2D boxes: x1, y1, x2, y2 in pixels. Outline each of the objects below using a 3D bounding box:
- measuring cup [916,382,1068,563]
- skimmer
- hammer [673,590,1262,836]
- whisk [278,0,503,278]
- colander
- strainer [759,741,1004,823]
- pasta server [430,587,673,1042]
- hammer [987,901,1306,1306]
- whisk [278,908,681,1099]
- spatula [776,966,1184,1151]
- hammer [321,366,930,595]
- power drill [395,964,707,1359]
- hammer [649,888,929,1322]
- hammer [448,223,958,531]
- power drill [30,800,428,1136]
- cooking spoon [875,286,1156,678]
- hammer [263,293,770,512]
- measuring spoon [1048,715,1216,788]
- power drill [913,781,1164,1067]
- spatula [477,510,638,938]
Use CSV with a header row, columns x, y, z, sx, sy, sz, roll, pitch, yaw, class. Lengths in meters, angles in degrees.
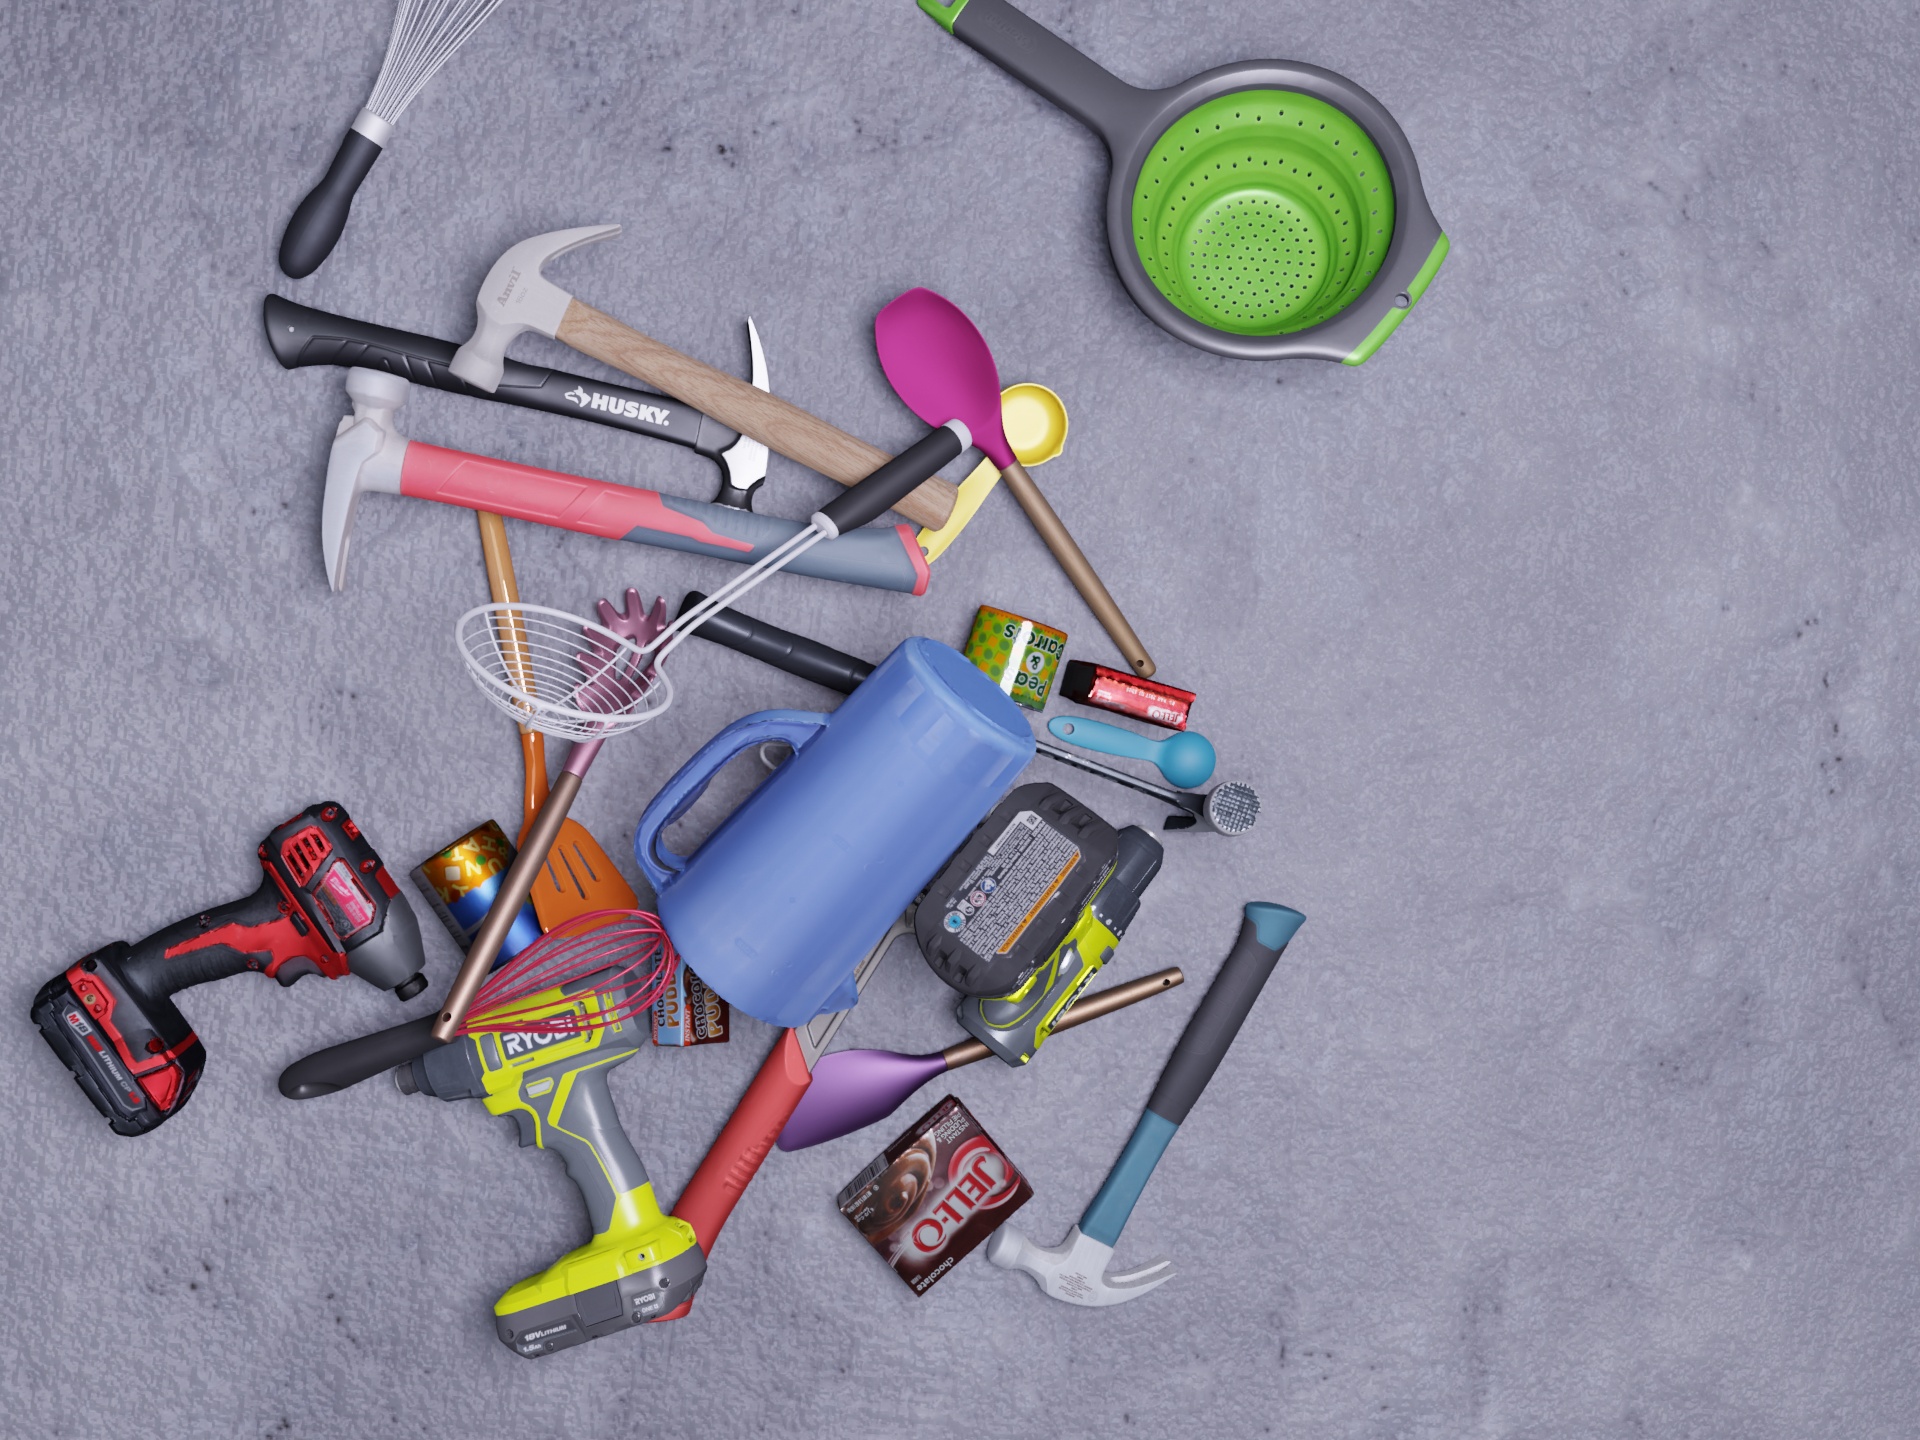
x,y,z,sx,sy,sz,roll,pitch,yaw,class
0.013,-0.169,1.113,0.062,0.029,0.156,38,100,-14,measuring cup
-0.133,-0.107,0.970,0.363,0.090,0.127,-38,58,-22,skimmer
-0.002,-0.003,1.084,0.409,0.149,0.036,21,83,0,hammer
-0.361,-0.408,1.020,0.070,0.070,0.284,31,95,-10,whisk
0.137,-0.379,1.088,0.397,0.094,0.204,38,89,8,colander
-0.020,0.057,1.114,0.258,0.050,0.087,13,66,-15,strainer
-0.264,0.057,1.025,0.060,0.040,0.316,18,67,9,pasta server
0.154,0.277,1.162,0.128,0.033,0.331,30,90,-9,hammer
-0.310,0.190,1.020,0.296,0.073,0.073,-21,98,10,whisk
0.012,0.234,1.145,0.316,0.018,0.060,-18,94,-6,spatula
-0.212,-0.118,1.039,0.386,0.038,0.143,11,96,-9,hammer
-0.272,0.295,1.064,0.171,0.080,0.223,-19,84,2,power drill
-0.139,0.257,1.109,0.149,0.036,0.359,32,92,2,hammer
-0.151,-0.212,1.040,0.331,0.031,0.130,24,90,-16,hammer
-0.466,0.166,1.040,0.219,0.078,0.143,-33,99,-8,power drill
0.046,-0.155,1.095,0.069,0.017,0.318,-32,108,12,cooking spoon
-0.288,-0.228,1.053,0.334,0.035,0.146,12,93,-9,hammer
0.125,0.019,1.141,0.128,0.021,0.042,14,92,-11,measuring spoon
0.061,0.125,1.048,0.080,0.228,0.190,36,80,21,power drill
-0.286,-0.017,1.065,0.081,0.041,0.322,-14,95,-52,spatula
